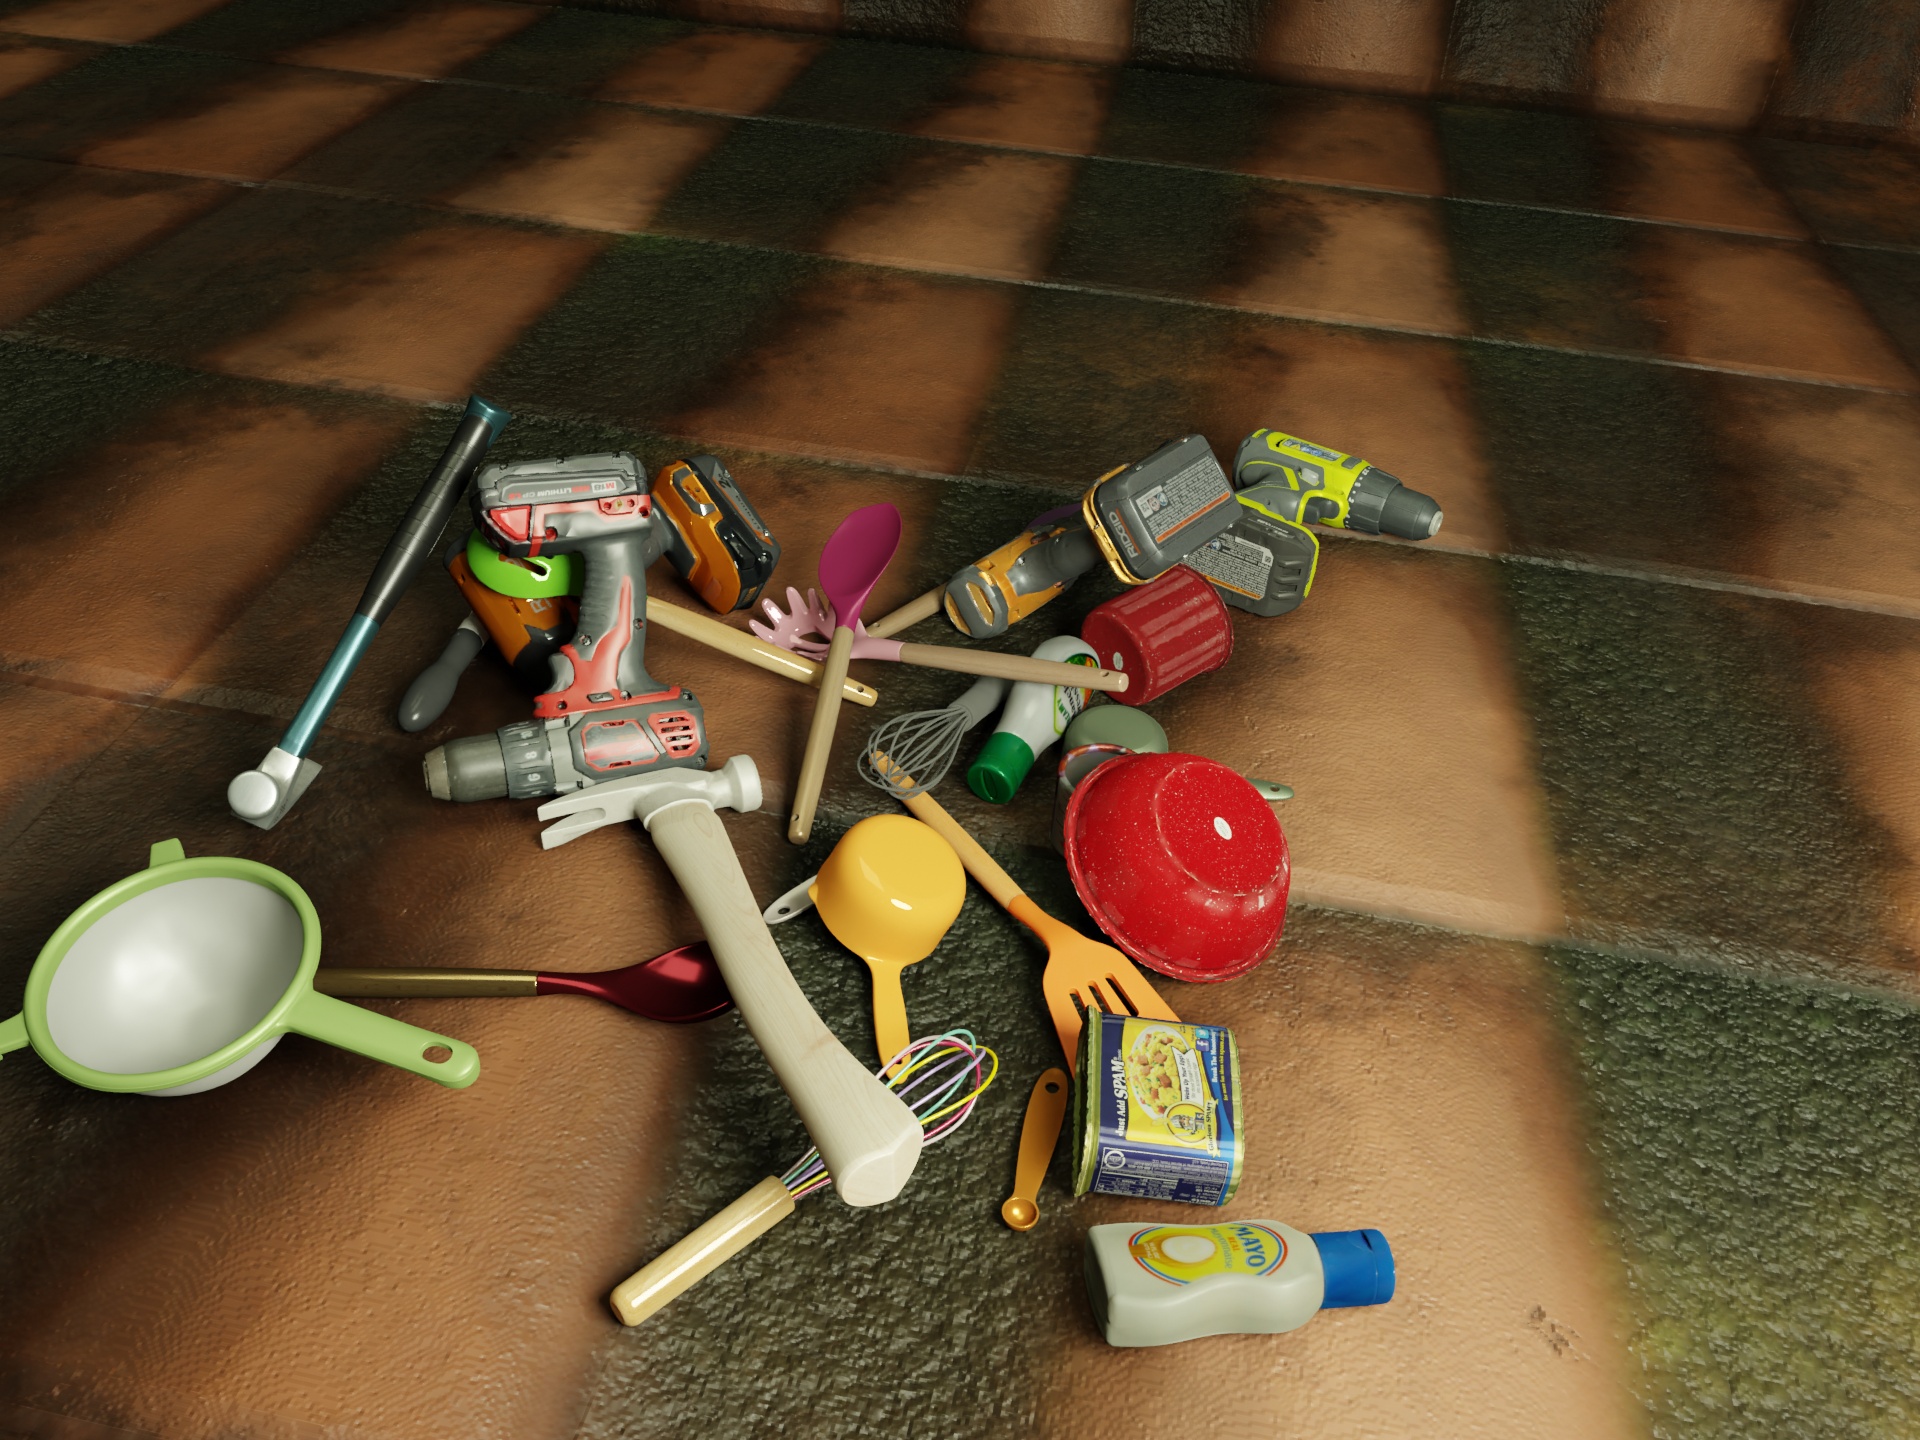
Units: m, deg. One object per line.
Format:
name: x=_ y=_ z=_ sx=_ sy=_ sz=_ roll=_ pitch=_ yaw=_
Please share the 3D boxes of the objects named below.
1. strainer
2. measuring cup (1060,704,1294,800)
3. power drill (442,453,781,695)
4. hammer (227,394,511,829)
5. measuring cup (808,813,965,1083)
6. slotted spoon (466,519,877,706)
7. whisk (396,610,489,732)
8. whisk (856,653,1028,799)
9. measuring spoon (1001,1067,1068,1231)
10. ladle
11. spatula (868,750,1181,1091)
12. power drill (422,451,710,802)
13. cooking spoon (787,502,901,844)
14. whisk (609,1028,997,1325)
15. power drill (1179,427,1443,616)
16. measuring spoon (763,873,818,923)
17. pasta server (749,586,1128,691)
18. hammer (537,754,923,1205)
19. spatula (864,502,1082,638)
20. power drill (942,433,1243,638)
strainer: x=-0.375 y=0.166 z=0.869 sx=0.256 sy=0.069 sz=0.152 roll=15 pitch=48 yaw=11
measuring cup: x=0.154 y=0.027 z=1.127 sx=0.167 sy=0.038 sz=0.083 roll=9 pitch=37 yaw=10
power drill: x=-0.252 y=-0.101 z=1.210 sx=0.226 sy=0.084 sz=0.164 roll=-28 pitch=78 yaw=-34
hammer: x=-0.389 y=-0.078 z=1.062 sx=0.033 sy=0.128 sz=0.331 roll=29 pitch=73 yaw=-14
measuring cup: x=-0.036 y=0.130 z=0.948 sx=0.095 sy=0.052 sz=0.174 roll=15 pitch=40 yaw=-22
slotted spoon: x=-0.205 y=-0.076 z=1.156 sx=0.313 sy=0.031 sz=0.070 roll=23 pitch=63 yaw=-12
whisk: x=-0.362 y=-0.086 z=1.225 sx=0.070 sy=0.070 sz=0.285 roll=10 pitch=42 yaw=8
whisk: x=-0.003 y=-0.003 z=1.135 sx=0.055 sy=0.055 sz=0.239 roll=19 pitch=28 yaw=20
measuring spoon: x=0.042 y=0.234 z=0.869 sx=0.021 sy=0.011 sz=0.117 roll=11 pitch=34 yaw=9
ladle: x=-0.273 y=0.154 z=0.932 sx=0.315 sy=0.031 sz=0.069 roll=1 pitch=30 yaw=-1
spatula: x=0.023 y=0.111 z=1.020 sx=0.081 sy=0.041 sz=0.323 roll=-19 pitch=38 yaw=-25
power drill: x=-0.279 y=-0.057 z=1.078 sx=0.188 sy=0.227 sz=0.080 roll=-10 pitch=-2 yaw=-19
cooking spoon: x=-0.089 y=-0.044 z=1.154 sx=0.069 sy=0.017 sz=0.319 roll=-10 pitch=48 yaw=22
whisk: x=-0.074 y=0.234 z=0.830 sx=0.245 sy=0.051 sz=0.047 roll=-30 pitch=54 yaw=-32
power drill: x=0.295 y=-0.175 z=1.382 sx=0.191 sy=0.080 sz=0.228 roll=26 pitch=39 yaw=27
measuring spoon: x=-0.075 y=0.104 z=1.030 sx=0.124 sy=0.018 sz=0.034 roll=-29 pitch=42 yaw=-27
pasta server: x=-0.022 y=-0.051 z=1.161 sx=0.316 sy=0.040 sz=0.060 roll=9 pitch=56 yaw=33
hammer: x=-0.132 y=0.133 z=0.904 sx=0.146 sy=0.038 sz=0.411 roll=-13 pitch=29 yaw=-20
spatula: x=0.026 y=-0.129 z=1.342 sx=0.060 sy=0.018 sz=0.316 roll=27 pitch=41 yaw=31
power drill: x=0.112 y=-0.146 z=1.242 sx=0.185 sy=0.084 sz=0.226 roll=-34 pitch=8 yaw=-38
